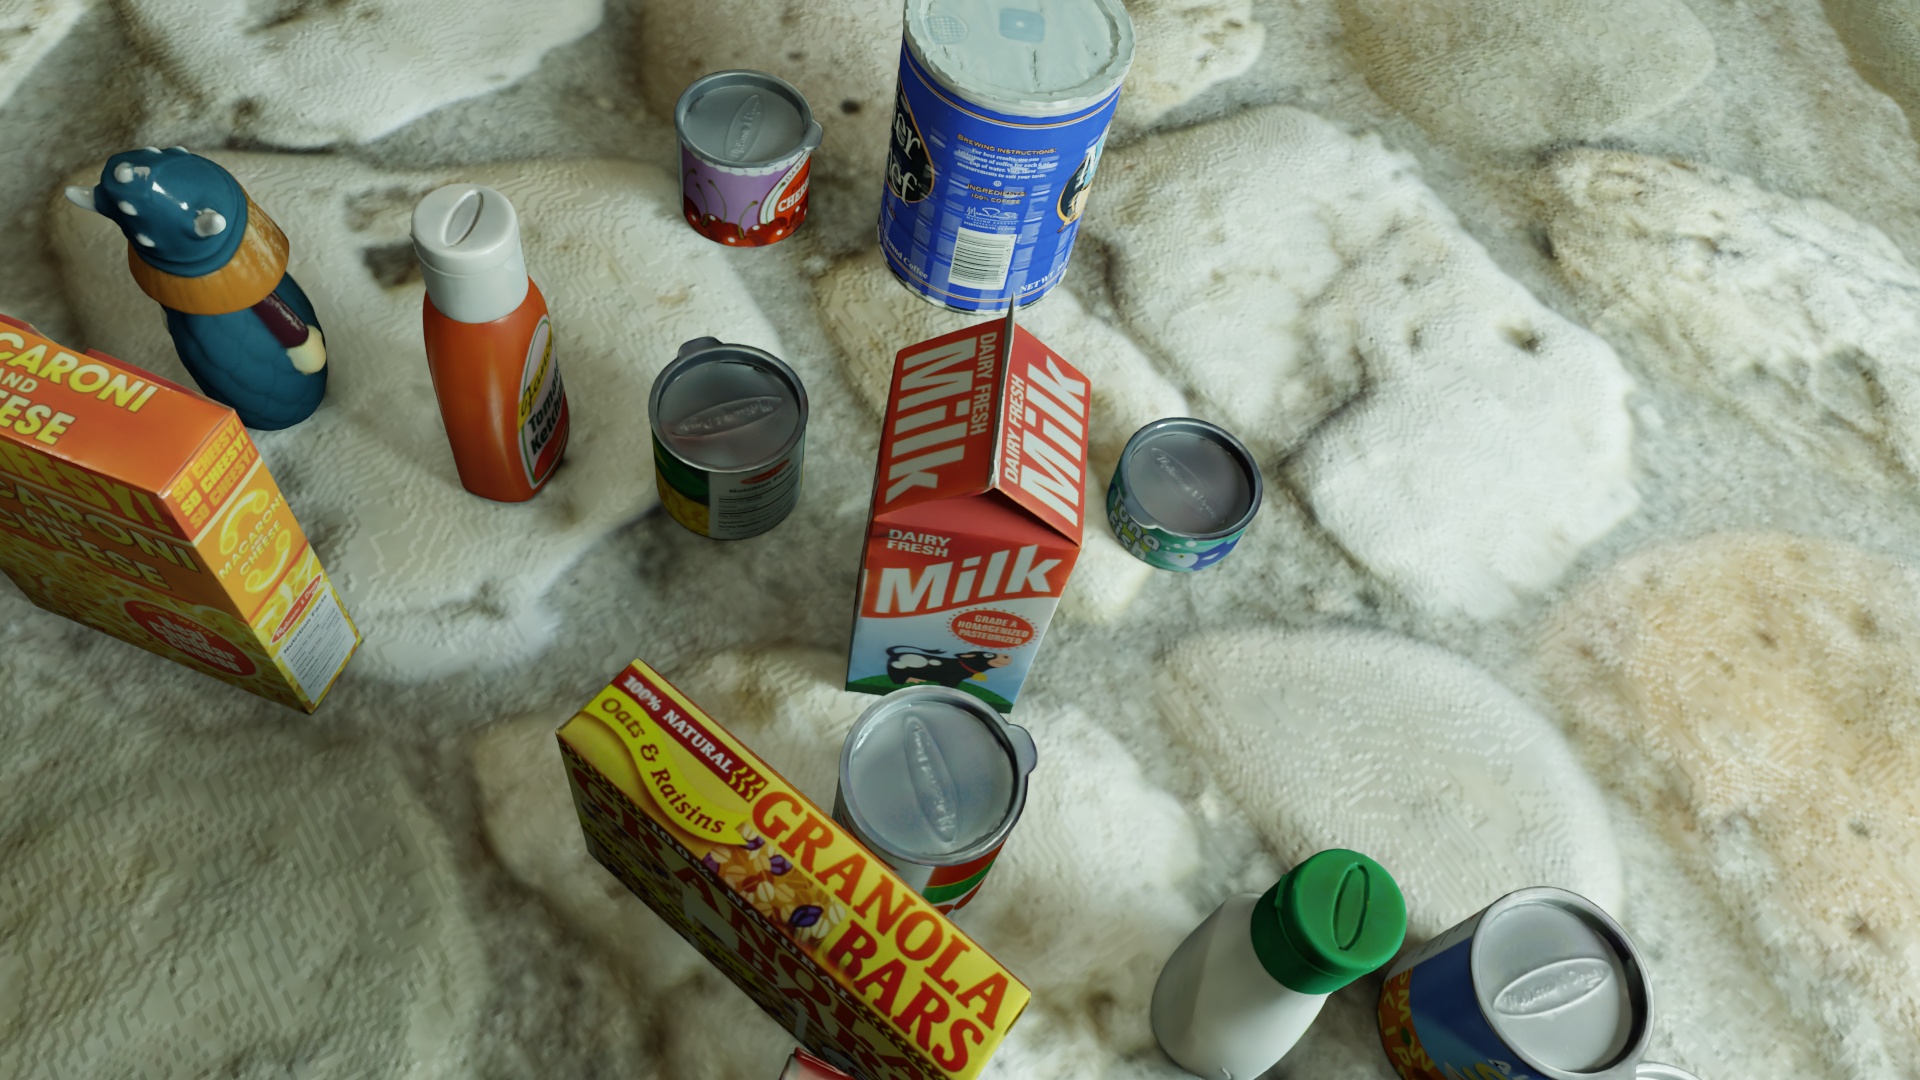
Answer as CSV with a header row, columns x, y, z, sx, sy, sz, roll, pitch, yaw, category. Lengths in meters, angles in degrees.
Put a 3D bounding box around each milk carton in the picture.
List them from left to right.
x,y,z,sx,sy,sz,roll,pitch,yaw,category
0.002,-0.007,0.520,0.073,0.189,0.072,8,59,-4,milk carton

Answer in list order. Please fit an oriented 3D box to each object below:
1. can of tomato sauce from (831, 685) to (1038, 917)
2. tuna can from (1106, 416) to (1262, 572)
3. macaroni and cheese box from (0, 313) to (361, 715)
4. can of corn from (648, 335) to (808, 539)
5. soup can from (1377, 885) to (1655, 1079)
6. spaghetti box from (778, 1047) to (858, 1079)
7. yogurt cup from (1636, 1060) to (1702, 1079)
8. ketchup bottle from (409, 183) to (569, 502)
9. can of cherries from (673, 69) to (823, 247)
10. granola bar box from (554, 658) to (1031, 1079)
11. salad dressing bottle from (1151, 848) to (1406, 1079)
x,y,z,sx,sy,sz,roll,pitch,yaw,category
-0.013,0.100,0.518,0.071,0.082,0.071,4,59,-7,can of tomato sauce
0.100,-0.020,0.636,0.071,0.032,0.071,4,59,-7,tuna can
-0.294,-0.008,0.487,0.124,0.165,0.040,21,59,3,macaroni and cheese box
-0.101,-0.044,0.603,0.071,0.058,0.071,4,59,-7,can of corn
0.201,0.174,0.508,0.071,0.083,0.071,4,59,-7,soup can
-0.092,0.282,0.416,0.029,0.050,0.251,22,59,4,spaghetti box
0.243,0.228,0.501,0.072,0.053,0.073,4,59,-7,yogurt cup
-0.188,-0.078,0.556,0.043,0.148,0.065,12,59,-2,ketchup bottle
-0.105,-0.187,0.687,0.071,0.058,0.072,4,59,-7,can of cherries
-0.059,0.126,0.471,0.166,0.123,0.039,37,61,13,granola bar box
0.105,0.145,0.473,0.044,0.147,0.064,22,59,4,salad dressing bottle
